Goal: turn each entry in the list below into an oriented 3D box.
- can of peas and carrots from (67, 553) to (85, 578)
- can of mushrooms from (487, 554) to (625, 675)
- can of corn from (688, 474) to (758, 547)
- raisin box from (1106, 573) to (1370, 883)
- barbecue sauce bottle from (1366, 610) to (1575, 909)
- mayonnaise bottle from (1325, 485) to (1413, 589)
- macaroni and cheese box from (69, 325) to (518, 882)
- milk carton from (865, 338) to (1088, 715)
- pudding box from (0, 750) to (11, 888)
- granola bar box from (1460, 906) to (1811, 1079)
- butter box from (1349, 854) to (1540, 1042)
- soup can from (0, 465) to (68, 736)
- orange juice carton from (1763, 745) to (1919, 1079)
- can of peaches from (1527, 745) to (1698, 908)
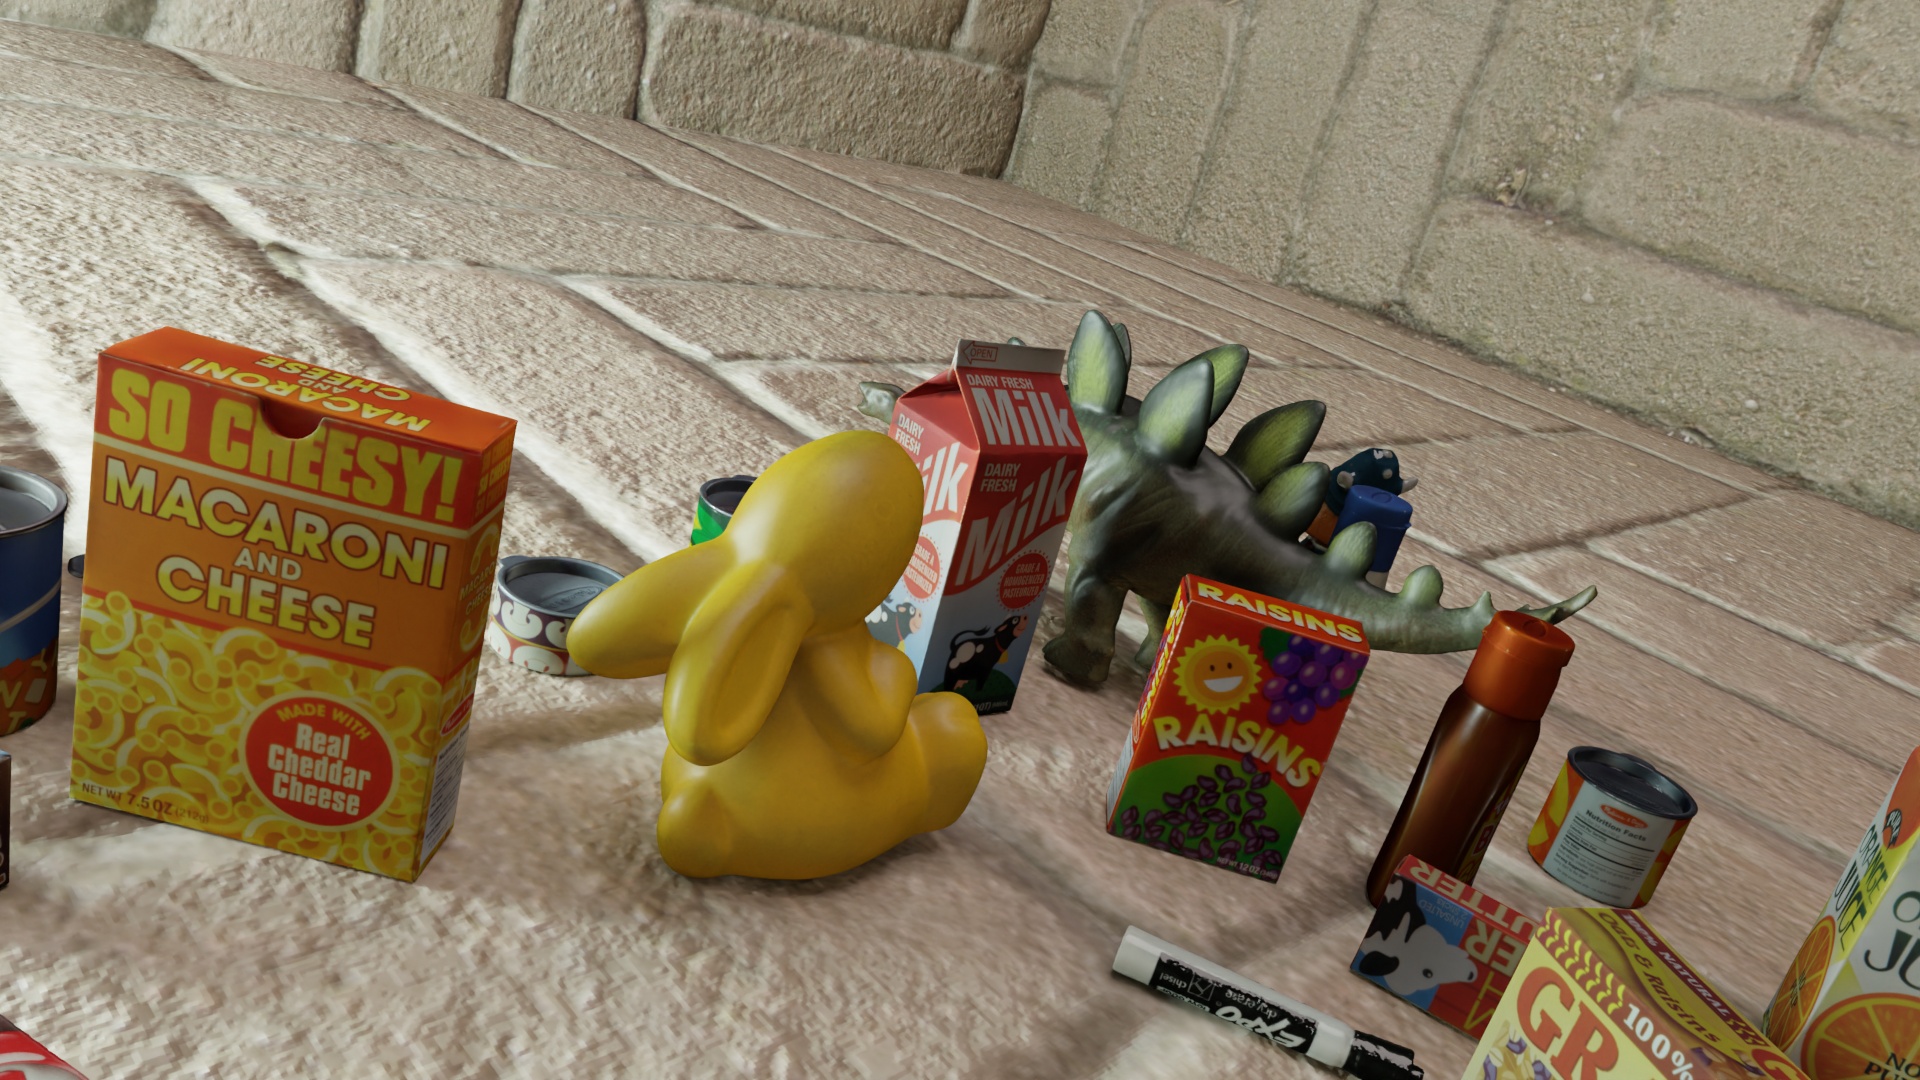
[{"bbox_3d":[-0.307,0.036,0.542,0.071,0.058,0.071,14,20,-5],"label":"can of peas and carrots"},{"bbox_3d":[-0.193,0.035,0.668,0.071,0.033,0.071,14,20,-5],"label":"can of mushrooms"},{"bbox_3d":[-0.118,0.003,0.771,0.071,0.058,0.071,14,20,-5],"label":"can of corn"},{"bbox_3d":[0.126,0.086,0.641,0.086,0.123,0.040,17,20,2],"label":"raisin box"},{"bbox_3d":[0.234,0.105,0.638,0.044,0.148,0.065,26,22,25],"label":"barbecue sauce bottle"},{"bbox_3d":[0.212,0.042,0.785,0.041,0.147,0.065,25,21,23],"label":"mayonnaise bottle"},{"bbox_3d":[-0.228,0.025,0.475,0.124,0.165,0.040,15,20,-3],"label":"macaroni and cheese box"},{"bbox_3d":[0.003,-0.009,0.701,0.072,0.189,0.073,-1,26,-40],"label":"milk carton"},{"bbox_3d":[-0.336,0.077,0.426,0.084,0.049,0.030,19,20,9],"label":"pudding box"},{"bbox_3d":[0.207,0.205,0.391,0.039,0.123,0.166,9,21,-19],"label":"granola bar box"},{"bbox_3d":[0.220,0.179,0.572,0.103,0.053,0.024,26,22,25],"label":"butter box"},{"bbox_3d":[-0.364,0.022,0.499,0.071,0.083,0.071,14,20,-5],"label":"soup can"},{"bbox_3d":[0.409,0.156,0.570,0.073,0.192,0.072,25,21,23],"label":"orange juice carton"},{"bbox_3d":[0.343,0.150,0.732,0.071,0.057,0.071,14,20,-5],"label":"can of peaches"}]
